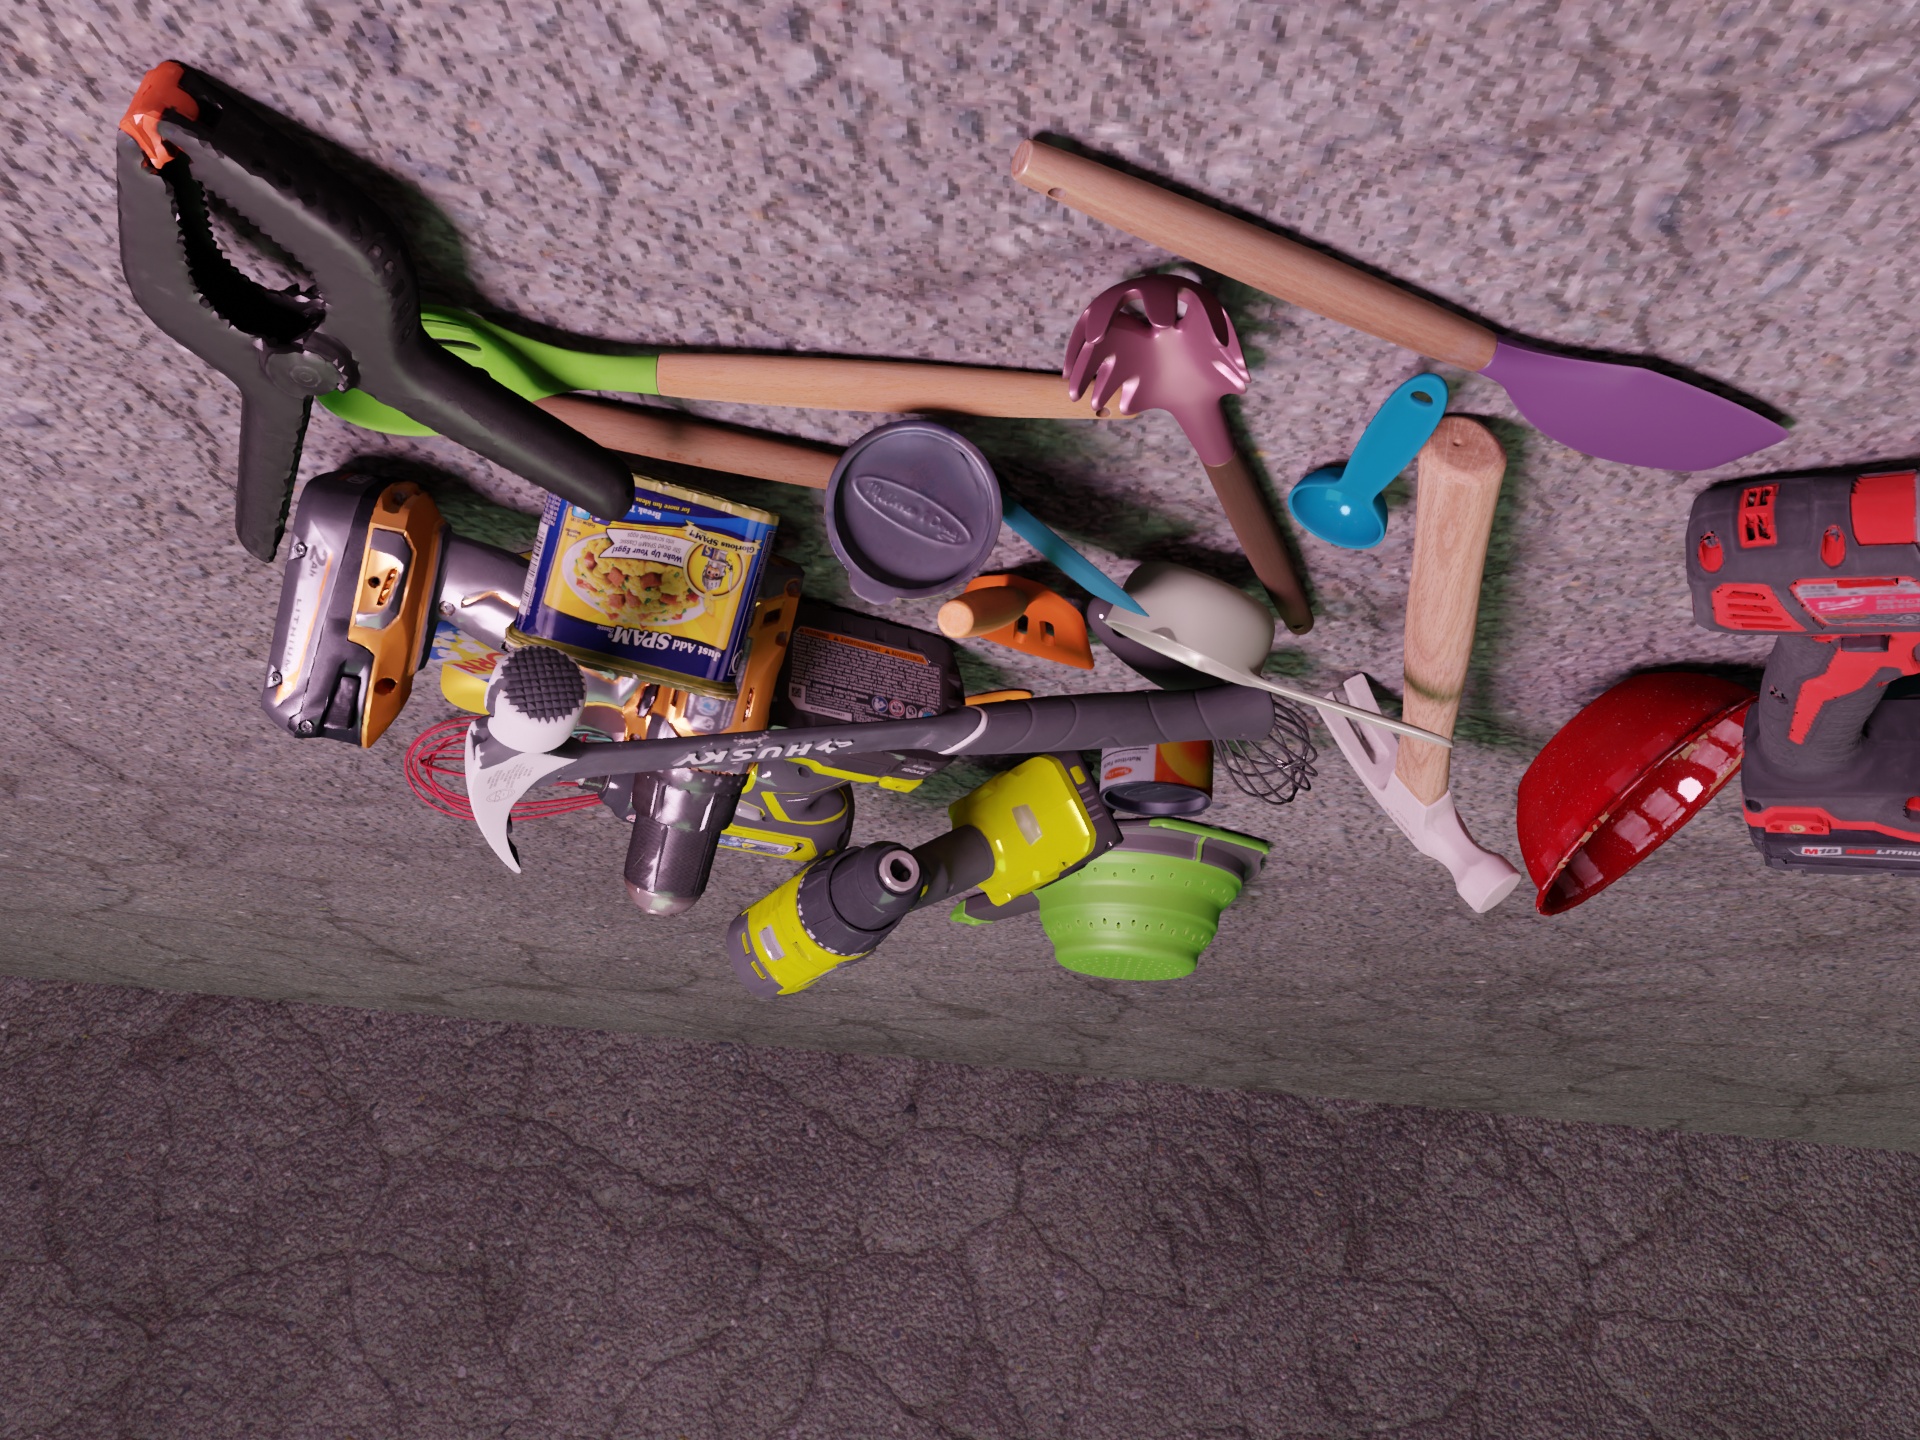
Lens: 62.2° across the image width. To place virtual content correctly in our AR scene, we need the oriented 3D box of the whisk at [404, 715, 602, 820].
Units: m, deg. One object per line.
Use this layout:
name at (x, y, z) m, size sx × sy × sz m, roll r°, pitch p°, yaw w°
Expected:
whisk at (-0.230, 0.042, 1.104) m, size 0.295 × 0.073 × 0.073 m, roll 6°, pitch 162°, yaw -18°

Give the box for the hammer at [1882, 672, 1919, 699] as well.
hammer at (0.511, -0.039, 0.689) m, size 0.128 × 0.033 × 0.331 m, roll 12°, pitch 160°, yaw -21°

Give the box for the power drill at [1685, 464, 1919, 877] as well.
power drill at (0.389, -0.020, 0.659) m, size 0.143 × 0.079 × 0.219 m, roll -1°, pitch 146°, yaw 31°

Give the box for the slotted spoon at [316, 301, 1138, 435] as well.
slotted spoon at (-0.088, -0.129, 0.607) m, size 0.314 × 0.031 × 0.070 m, roll 3°, pitch 150°, yaw 1°

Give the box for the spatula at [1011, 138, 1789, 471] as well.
spatula at (0.156, -0.133, 0.540) m, size 0.315 × 0.018 × 0.060 m, roll 14°, pitch 163°, yaw -25°

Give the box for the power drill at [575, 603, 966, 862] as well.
power drill at (-0.111, 0.018, 0.914) m, size 0.171 × 0.080 × 0.223 m, roll 13°, pitch 152°, yaw -27°

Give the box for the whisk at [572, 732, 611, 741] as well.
whisk at (-0.136, 0.018, 1.029) m, size 0.245 × 0.047 × 0.051 m, roll 4°, pitch 160°, yaw -4°

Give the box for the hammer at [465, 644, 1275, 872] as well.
hammer at (-0.020, 0.009, 0.730) m, size 0.408 × 0.036 × 0.149 m, roll -4°, pitch 154°, yaw -29°

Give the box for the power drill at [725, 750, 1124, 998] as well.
power drill at (-0.015, 0.089, 0.967) m, size 0.228 × 0.080 × 0.190 m, roll -21°, pitch 171°, yaw -35°

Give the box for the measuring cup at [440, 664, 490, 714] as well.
measuring cup at (-0.246, -0.025, 0.950) m, size 0.156 × 0.029 × 0.062 m, roll -3°, pitch 160°, yaw 28°

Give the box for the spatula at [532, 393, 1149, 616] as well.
spatula at (-0.073, -0.097, 0.668) m, size 0.317 × 0.044 × 0.082 m, roll 11°, pitch -172°, yaw -9°

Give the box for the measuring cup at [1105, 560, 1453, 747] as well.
measuring cup at (0.148, -0.032, 0.725) m, size 0.168 × 0.038 × 0.083 m, roll 22°, pitch 179°, yaw 22°

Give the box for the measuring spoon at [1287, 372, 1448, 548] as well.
measuring spoon at (0.162, -0.104, 0.611) m, size 0.042 × 0.021 × 0.128 m, roll 29°, pitch 161°, yaw 4°

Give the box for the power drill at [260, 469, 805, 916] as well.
power drill at (-0.201, -0.011, 0.752) m, size 0.226 × 0.185 × 0.084 m, roll 12°, pitch -169°, yaw -13°

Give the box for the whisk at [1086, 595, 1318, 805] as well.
whisk at (0.133, -0.010, 0.863) m, size 0.055 × 0.055 × 0.238 m, roll -9°, pitch 152°, yaw 36°

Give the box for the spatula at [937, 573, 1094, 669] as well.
spatula at (0.017, -0.041, 0.686) m, size 0.081 × 0.041 × 0.322 m, roll 18°, pitch -172°, yaw 5°

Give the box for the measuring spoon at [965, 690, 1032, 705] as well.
measuring spoon at (-0.002, -0.003, 0.972) m, size 0.117 × 0.011 × 0.021 m, roll -13°, pitch 154°, yaw 43°

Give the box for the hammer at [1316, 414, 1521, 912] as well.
hammer at (0.218, -0.025, 0.736) m, size 0.031 × 0.130 × 0.331 m, roll -34°, pitch 149°, yaw -8°

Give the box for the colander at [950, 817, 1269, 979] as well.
colander at (0.093, 0.170, 1.322) m, size 0.204 × 0.095 × 0.397 m, roll 15°, pitch 159°, yaw -25°

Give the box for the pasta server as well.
pasta server at (0.111, -0.091, 0.645) m, size 0.060 × 0.040 × 0.316 m, roll -7°, pitch 159°, yaw 20°
